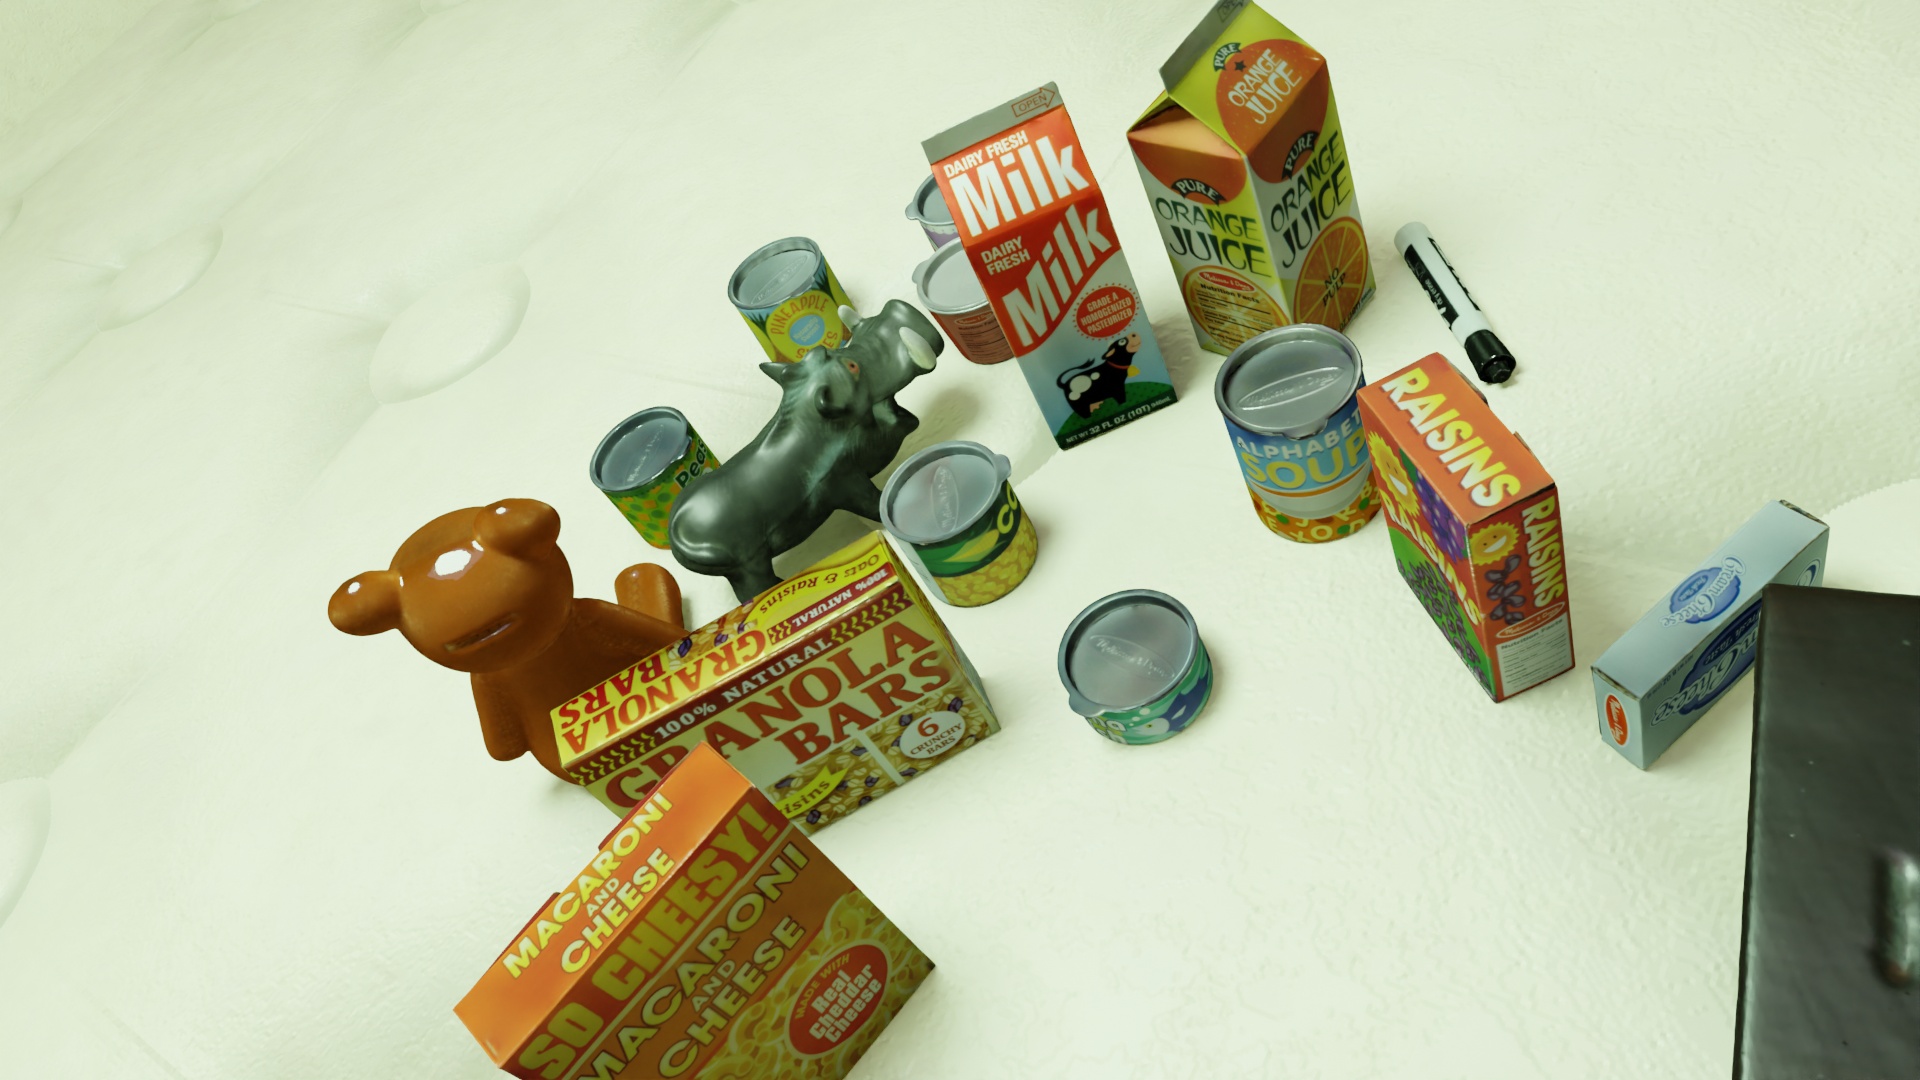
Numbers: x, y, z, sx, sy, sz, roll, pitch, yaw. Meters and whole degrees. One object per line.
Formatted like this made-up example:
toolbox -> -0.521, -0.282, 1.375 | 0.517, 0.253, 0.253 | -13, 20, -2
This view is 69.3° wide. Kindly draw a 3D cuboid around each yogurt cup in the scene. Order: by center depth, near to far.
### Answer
yogurt cup -> 0.015, -0.142, 0.826 | 0.072, 0.053, 0.073 | -14, 47, 16

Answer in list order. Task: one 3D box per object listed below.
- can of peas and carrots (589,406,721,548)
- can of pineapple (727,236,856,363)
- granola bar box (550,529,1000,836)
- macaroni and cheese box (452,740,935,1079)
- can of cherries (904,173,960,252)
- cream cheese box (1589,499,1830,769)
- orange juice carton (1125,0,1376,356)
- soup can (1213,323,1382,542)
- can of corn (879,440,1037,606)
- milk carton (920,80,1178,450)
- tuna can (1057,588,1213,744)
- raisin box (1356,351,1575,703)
can of peas and carrots -> -0.176, -0.037, 0.830 | 0.071, 0.058, 0.071 | -14, 47, 16
can of pineapple -> -0.107, -0.151, 0.893 | 0.071, 0.057, 0.071 | -14, 47, 16
granola bar box -> -0.079, 0.082, 0.632 | 0.165, 0.123, 0.039 | -29, 45, 2
macaroni and cheese box -> -0.093, 0.170, 0.534 | 0.040, 0.165, 0.124 | 28, 69, 41
can of cherries -> 0.008, -0.199, 0.874 | 0.071, 0.058, 0.072 | -14, 47, 16
cream cheese box -> 0.287, 0.036, 0.533 | 0.104, 0.053, 0.024 | -39, 46, -8
orange juice carton -> 0.143, -0.177, 0.691 | 0.073, 0.192, 0.072 | 25, 67, 40
soup can -> 0.161, -0.046, 0.647 | 0.071, 0.083, 0.072 | -14, 47, 16
can of corn -> 0.003, -0.009, 0.715 | 0.071, 0.058, 0.071 | -14, 47, 16
milk carton -> 0.046, -0.143, 0.714 | 0.072, 0.189, 0.074 | -23, 46, 8
tuna can -> 0.079, 0.060, 0.634 | 0.071, 0.032, 0.071 | -14, 47, 16
raisin box -> 0.205, -0.004, 0.560 | 0.040, 0.123, 0.086 | -26, 45, 5
